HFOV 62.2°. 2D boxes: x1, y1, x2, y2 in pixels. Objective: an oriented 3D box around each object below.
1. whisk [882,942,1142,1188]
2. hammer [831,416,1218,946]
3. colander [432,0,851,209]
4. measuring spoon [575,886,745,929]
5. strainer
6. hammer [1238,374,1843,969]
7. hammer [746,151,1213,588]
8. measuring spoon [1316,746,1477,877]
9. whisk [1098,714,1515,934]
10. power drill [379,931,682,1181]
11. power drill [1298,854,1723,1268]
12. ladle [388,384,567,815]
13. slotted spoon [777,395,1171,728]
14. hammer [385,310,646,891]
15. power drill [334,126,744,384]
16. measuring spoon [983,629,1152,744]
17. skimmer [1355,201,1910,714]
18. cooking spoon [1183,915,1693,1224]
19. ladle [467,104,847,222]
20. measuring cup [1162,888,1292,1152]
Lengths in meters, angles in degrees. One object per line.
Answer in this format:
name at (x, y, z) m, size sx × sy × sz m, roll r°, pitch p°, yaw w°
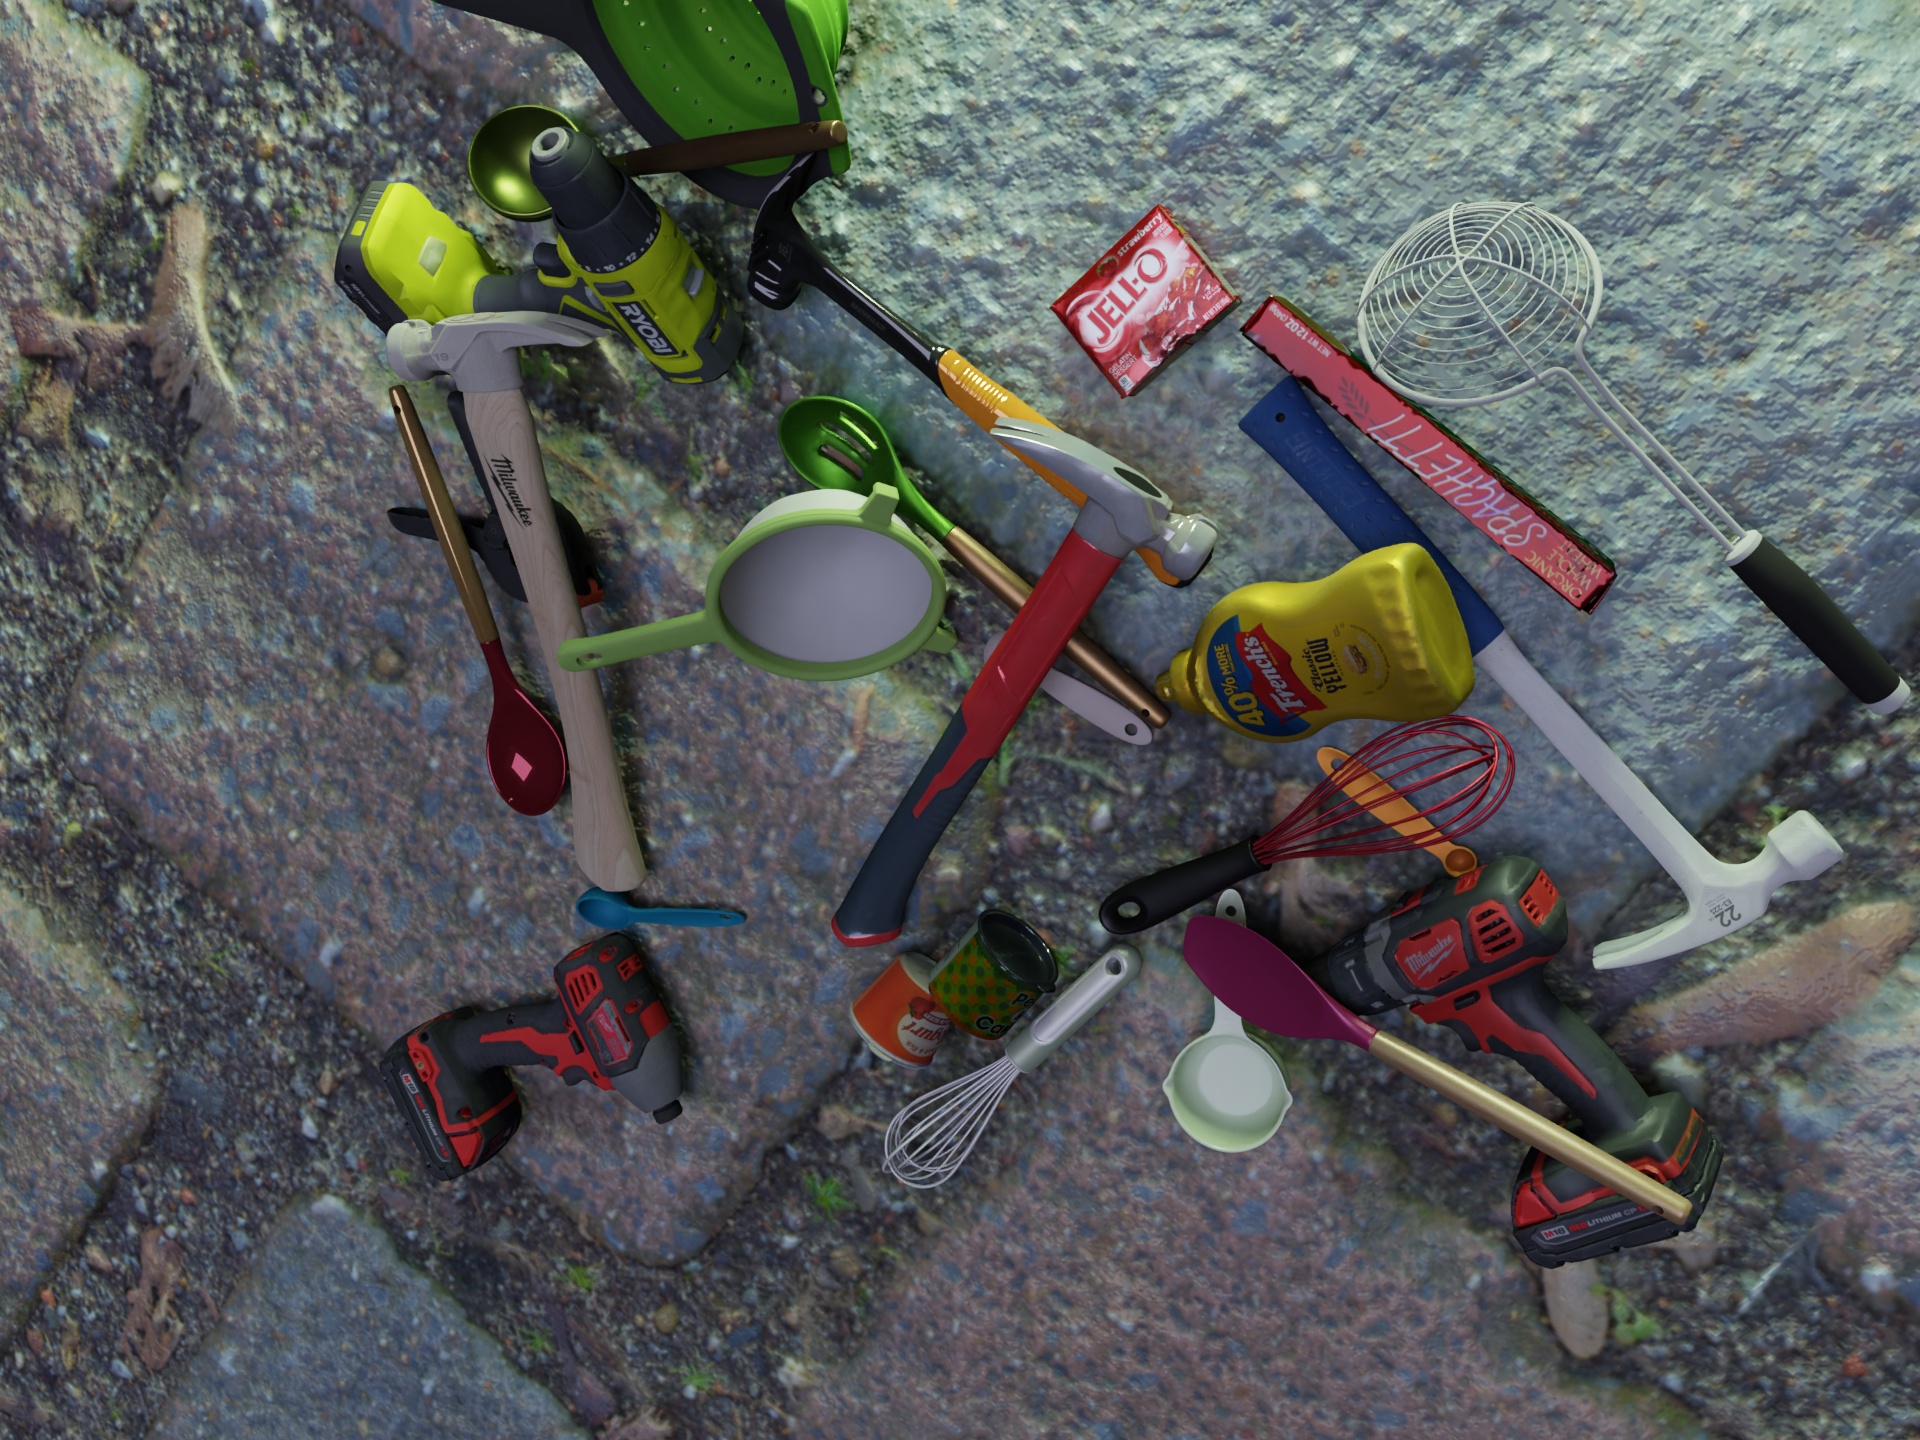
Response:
whisk at (0.033, 0.233, 1.075) m, size 0.246 × 0.059 × 0.058 m, roll -46°, pitch 63°, yaw 18°
hammer at (-0.002, -0.003, 0.999) m, size 0.143 × 0.038 × 0.386 m, roll 30°, pitch 120°, yaw -4°
colander at (-0.196, -0.448, 0.974) m, size 0.397 × 0.094 × 0.204 m, roll 28°, pitch 154°, yaw 30°
measuring spoon at (-0.216, 0.135, 1.157) m, size 0.128 × 0.021 × 0.042 m, roll 1°, pitch 141°, yaw 11°
strainer at (-0.136, -0.085, 1.019) m, size 0.256 × 0.069 × 0.151 m, roll -12°, pitch 141°, yaw 10°
hammer at (0.307, -0.032, 0.920) m, size 0.144 × 0.035 × 0.405 m, roll -43°, pitch 86°, yaw 23°
hammer at (0.015, -0.196, 0.950) m, size 0.337 × 0.127 × 0.034 m, roll 38°, pitch 70°, yaw -1°
measuring spoon at (0.266, 0.054, 0.970) m, size 0.117 × 0.011 × 0.021 m, roll 40°, pitch 111°, yaw 11°
whisk at (0.196, 0.073, 0.956) m, size 0.296 × 0.073 × 0.073 m, roll -30°, pitch 91°, yaw 37°
power drill at (-0.310, 0.258, 1.189) m, size 0.219 × 0.078 × 0.143 m, roll -24°, pitch 94°, yaw 20°
power drill at (0.313, 0.204, 0.943) m, size 0.188 × 0.080 × 0.227 m, roll -36°, pitch 88°, yaw 41°
ladle at (-0.342, -0.080, 1.118) m, size 0.069 × 0.031 × 0.315 m, roll -7°, pitch 111°, yaw 21°
slotted spoon at (0.011, -0.100, 1.015) m, size 0.314 × 0.031 × 0.070 m, roll 41°, pitch 130°, yaw 4°
hammer at (-0.260, -0.065, 1.060) m, size 0.146 × 0.038 × 0.410 m, roll 3°, pitch 118°, yaw 22°
power drill at (-0.271, -0.287, 0.995) m, size 0.228 × 0.190 × 0.080 m, roll 4°, pitch 67°, yaw 24°
measuring spoon at (0.068, -0.018, 1.018) m, size 0.124 × 0.018 × 0.034 m, roll 31°, pitch 110°, yaw 10°
skimmer at (0.373, -0.138, 0.873) m, size 0.363 × 0.090 × 0.127 m, roll 43°, pitch 92°, yaw -6°
cooking spoon at (0.263, 0.198, 0.921) m, size 0.319 × 0.017 × 0.068 m, roll 28°, pitch 130°, yaw 32°
ladle at (-0.189, -0.344, 0.956) m, size 0.320 × 0.062 × 0.078 m, roll 11°, pitch 80°, yaw 42°
measuring cup at (0.175, 0.190, 1.023) m, size 0.083 × 0.038 × 0.167 m, roll 1°, pitch 91°, yaw 20°
